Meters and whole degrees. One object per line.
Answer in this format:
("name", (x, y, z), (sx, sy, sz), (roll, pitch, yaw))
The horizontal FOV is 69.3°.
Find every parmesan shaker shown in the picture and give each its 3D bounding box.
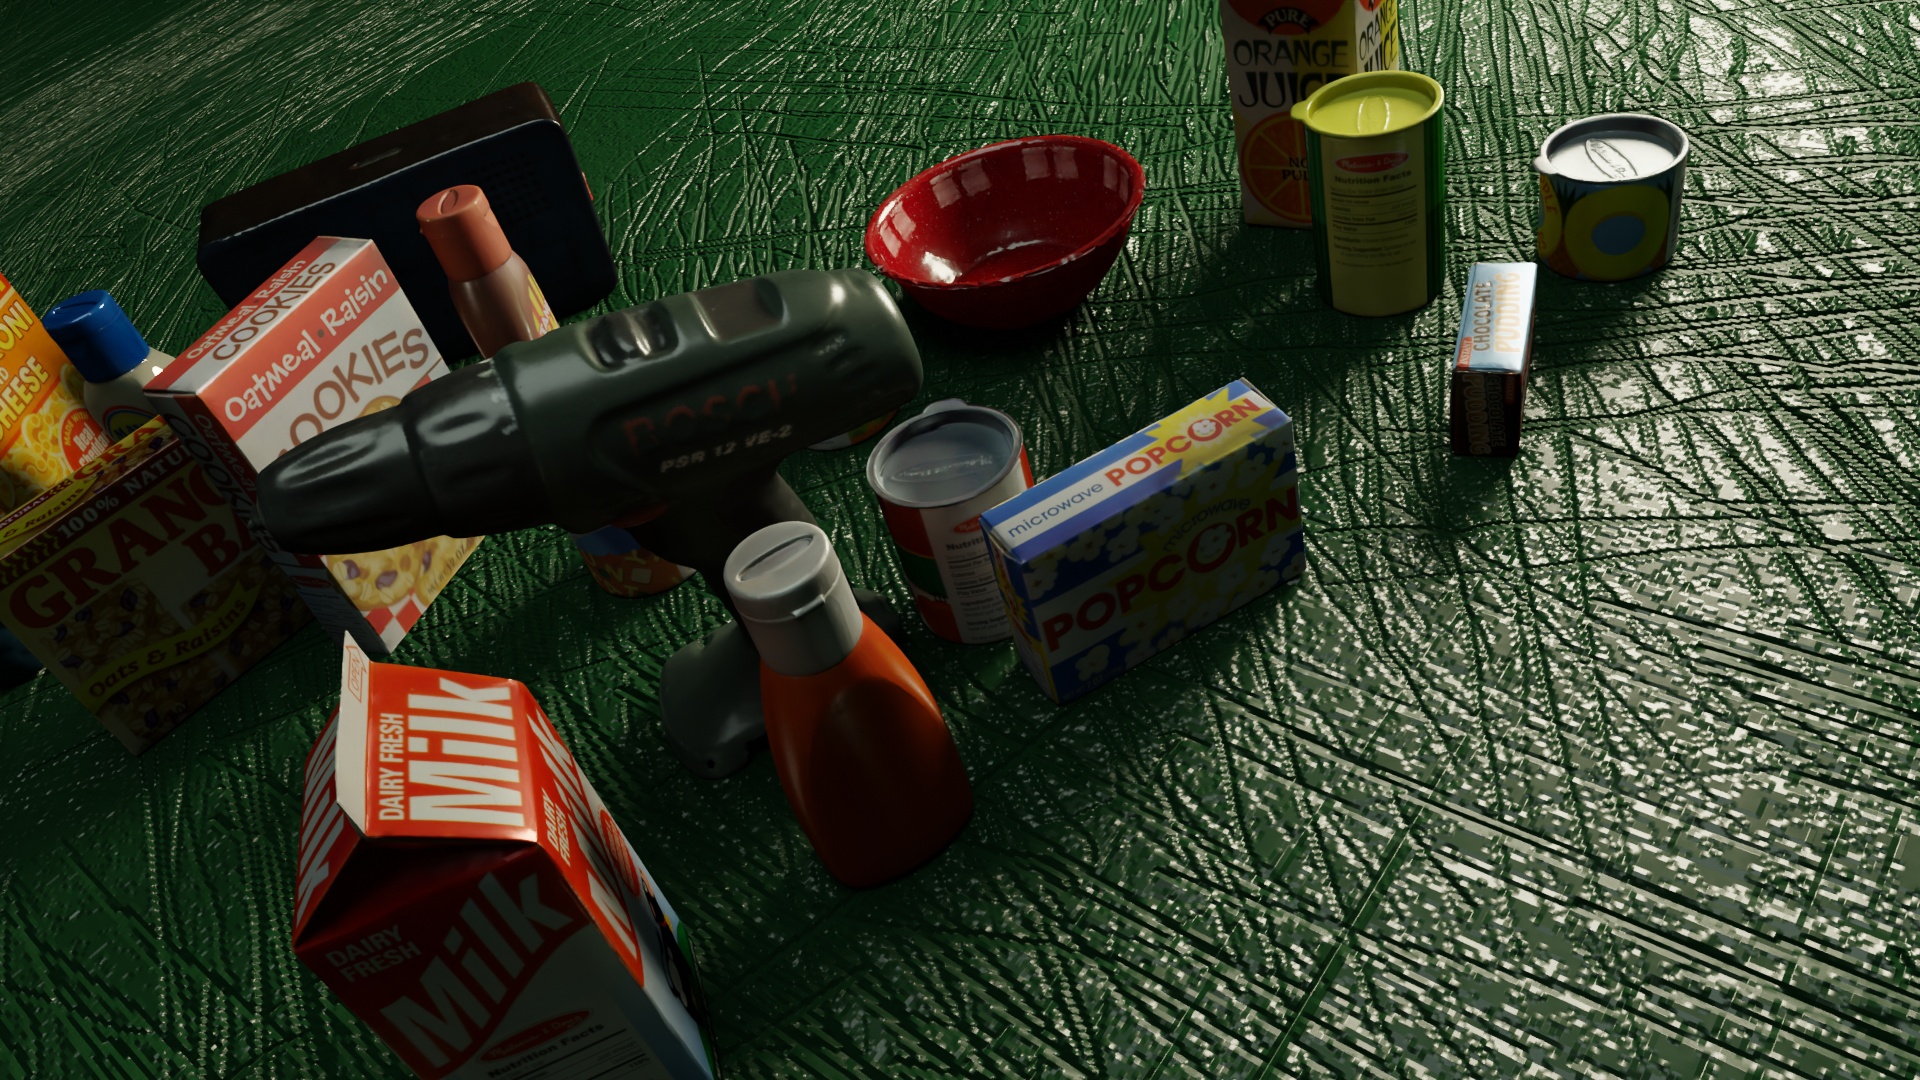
("parmesan shaker", (0.206, -0.173, 0.699), (0.071, 0.102, 0.072), (-10, 41, 9))

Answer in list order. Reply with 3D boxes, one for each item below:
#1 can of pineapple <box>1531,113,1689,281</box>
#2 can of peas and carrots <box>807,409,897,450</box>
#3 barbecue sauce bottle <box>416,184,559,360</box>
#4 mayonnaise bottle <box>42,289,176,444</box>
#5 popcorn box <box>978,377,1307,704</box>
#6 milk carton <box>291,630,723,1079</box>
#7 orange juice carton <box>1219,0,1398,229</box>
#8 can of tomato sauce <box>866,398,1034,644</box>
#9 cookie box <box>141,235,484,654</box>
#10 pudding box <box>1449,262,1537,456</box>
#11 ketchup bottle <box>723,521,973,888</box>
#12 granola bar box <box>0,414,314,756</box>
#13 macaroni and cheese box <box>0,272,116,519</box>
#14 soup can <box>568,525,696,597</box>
("can of pineapple", (0.320, -0.170, 0.690), (0.071, 0.057, 0.071), (-10, 41, 9))
("can of peas and carrots", (-0.069, -0.092, 0.740), (0.071, 0.058, 0.071), (-10, 41, 9))
("barbecue sauce bottle", (-0.250, -0.123, 0.770), (0.044, 0.147, 0.065), (-16, 40, 2))
("mayonnaise bottle", (-0.453, -0.070, 0.783), (0.065, 0.147, 0.041), (-6, 42, 13))
("popcorn box", (0.076, 0.001, 0.563), (0.127, 0.084, 0.038), (-28, 41, -12))
("milk carton", (-0.144, 0.115, 0.433), (0.073, 0.189, 0.072), (-23, 41, -6))
("orange juice carton", (0.188, -0.267, 0.742), (0.073, 0.191, 0.072), (12, 49, 30))
("can of tomato sauce", (0.002, -0.008, 0.601), (0.071, 0.082, 0.071), (-10, 41, 9))
("cookie box", (-0.301, -0.046, 0.688), (0.040, 0.166, 0.123), (4, 45, 24))
("pudding box", (0.241, -0.083, 0.627), (0.030, 0.049, 0.084), (5, 45, 24))
("ketchup bottle", (-0.041, 0.059, 0.491), (0.065, 0.148, 0.043), (-31, 42, -15))
("granola bar box", (-0.381, 0.005, 0.692), (0.039, 0.123, 0.166), (20, 53, 36))
("macaroni and cheese box", (-0.554, -0.065, 0.800), (0.040, 0.165, 0.124), (-13, 41, 6))
("soup can", (-0.167, -0.023, 0.678), (0.071, 0.083, 0.072), (-10, 41, 9))
